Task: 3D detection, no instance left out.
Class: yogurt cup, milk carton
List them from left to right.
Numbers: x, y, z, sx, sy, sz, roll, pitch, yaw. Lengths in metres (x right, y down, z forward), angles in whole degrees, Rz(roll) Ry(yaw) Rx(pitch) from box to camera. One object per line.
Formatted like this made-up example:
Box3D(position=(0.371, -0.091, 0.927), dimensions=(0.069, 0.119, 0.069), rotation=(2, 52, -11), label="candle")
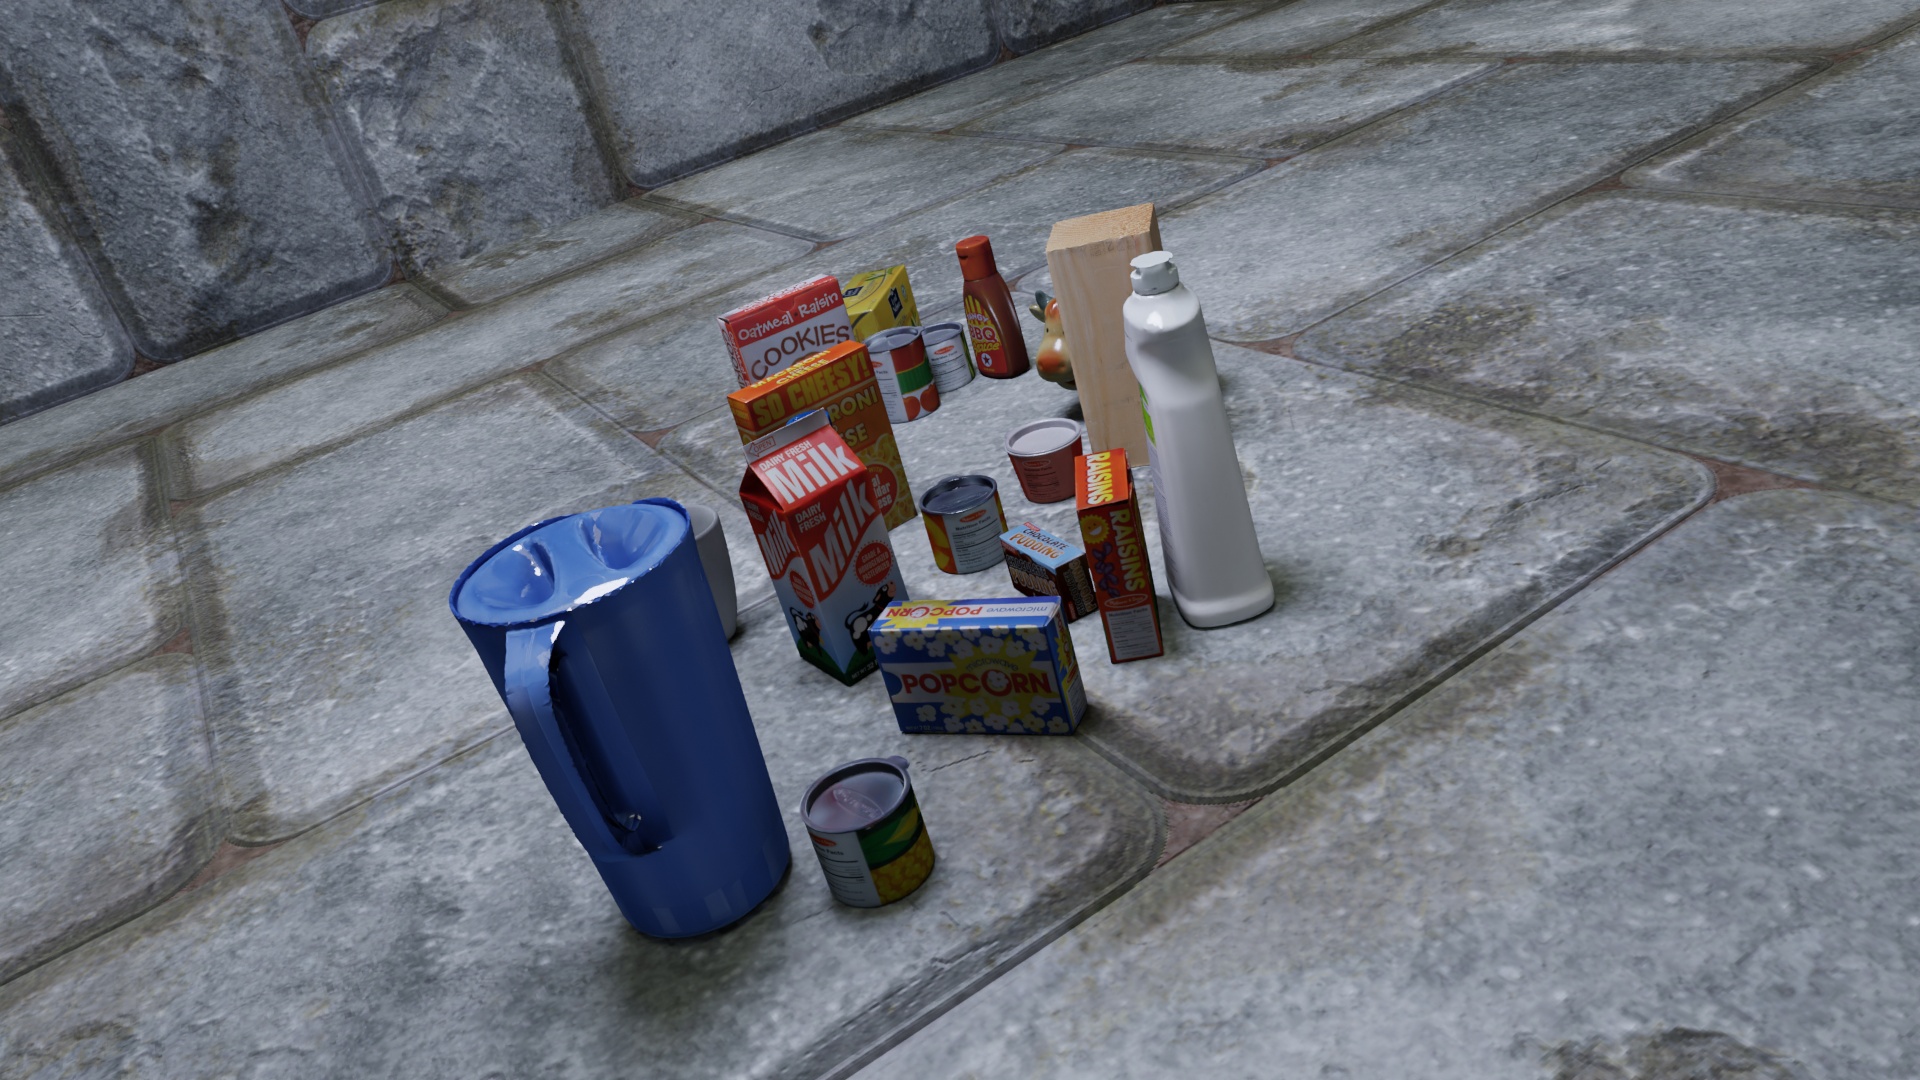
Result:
Box3D(position=(-0.100, 0.002, 1.012), dimensions=(0.072, 0.189, 0.073), rotation=(-30, 29, -27), label="milk carton")
Box3D(position=(0.077, -0.068, 1.206), dimensions=(0.072, 0.053, 0.073), rotation=(-13, 26, 6), label="yogurt cup")

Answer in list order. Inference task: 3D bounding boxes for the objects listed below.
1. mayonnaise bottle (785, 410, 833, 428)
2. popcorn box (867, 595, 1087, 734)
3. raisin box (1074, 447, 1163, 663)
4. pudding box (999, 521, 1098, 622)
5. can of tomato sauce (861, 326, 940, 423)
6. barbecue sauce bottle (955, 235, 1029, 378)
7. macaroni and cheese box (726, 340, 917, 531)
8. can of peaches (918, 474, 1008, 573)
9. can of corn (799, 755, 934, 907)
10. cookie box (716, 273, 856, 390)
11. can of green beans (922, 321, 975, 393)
Box3D(position=(-0.103, -0.033, 1.129), dimensions=(0.065, 0.147, 0.041), rotation=(4, 32, 35), label="mayonnaise bottle")
Box3D(position=(0.012, 0.083, 0.912), dimensions=(0.126, 0.085, 0.038), rotation=(-3, 29, 24), label="popcorn box")
Box3D(position=(0.109, 0.010, 0.959), dimensions=(0.040, 0.123, 0.086), rotation=(-11, 27, 10), label="raisin box")
Box3D(position=(0.066, 0.022, 1.040), dimensions=(0.030, 0.049, 0.084), rotation=(-26, 28, -19), label="pudding box")
Box3D(position=(-0.061, -0.174, 1.455), dimensions=(0.071, 0.082, 0.071), rotation=(-13, 26, 6), label="can of tomato sauce")
Box3D(position=(0.030, -0.248, 1.475), dimensions=(0.044, 0.148, 0.065), rotation=(-32, 30, -30), label="barbecue sauce bottle")
Box3D(position=(-0.117, -0.071, 1.191), dimensions=(0.124, 0.165, 0.040), rotation=(-30, 29, -26), label="macaroni and cheese box")
Box3D(position=(0.004, -0.014, 1.136), dimensions=(0.071, 0.057, 0.071), rotation=(-13, 26, 6), label="can of peaches")
Box3D(position=(-0.052, 0.169, 0.810), dimensions=(0.071, 0.058, 0.071), rotation=(-13, 26, 6), label="can of corn")
Box3D(position=(-0.160, -0.170, 1.405), dimensions=(0.123, 0.166, 0.040), rotation=(-28, 28, -23), label="cookie box")
Box3D(position=(-0.022, -0.199, 1.509), dimensions=(0.071, 0.057, 0.071), rotation=(-13, 26, 6), label="can of green beans")
